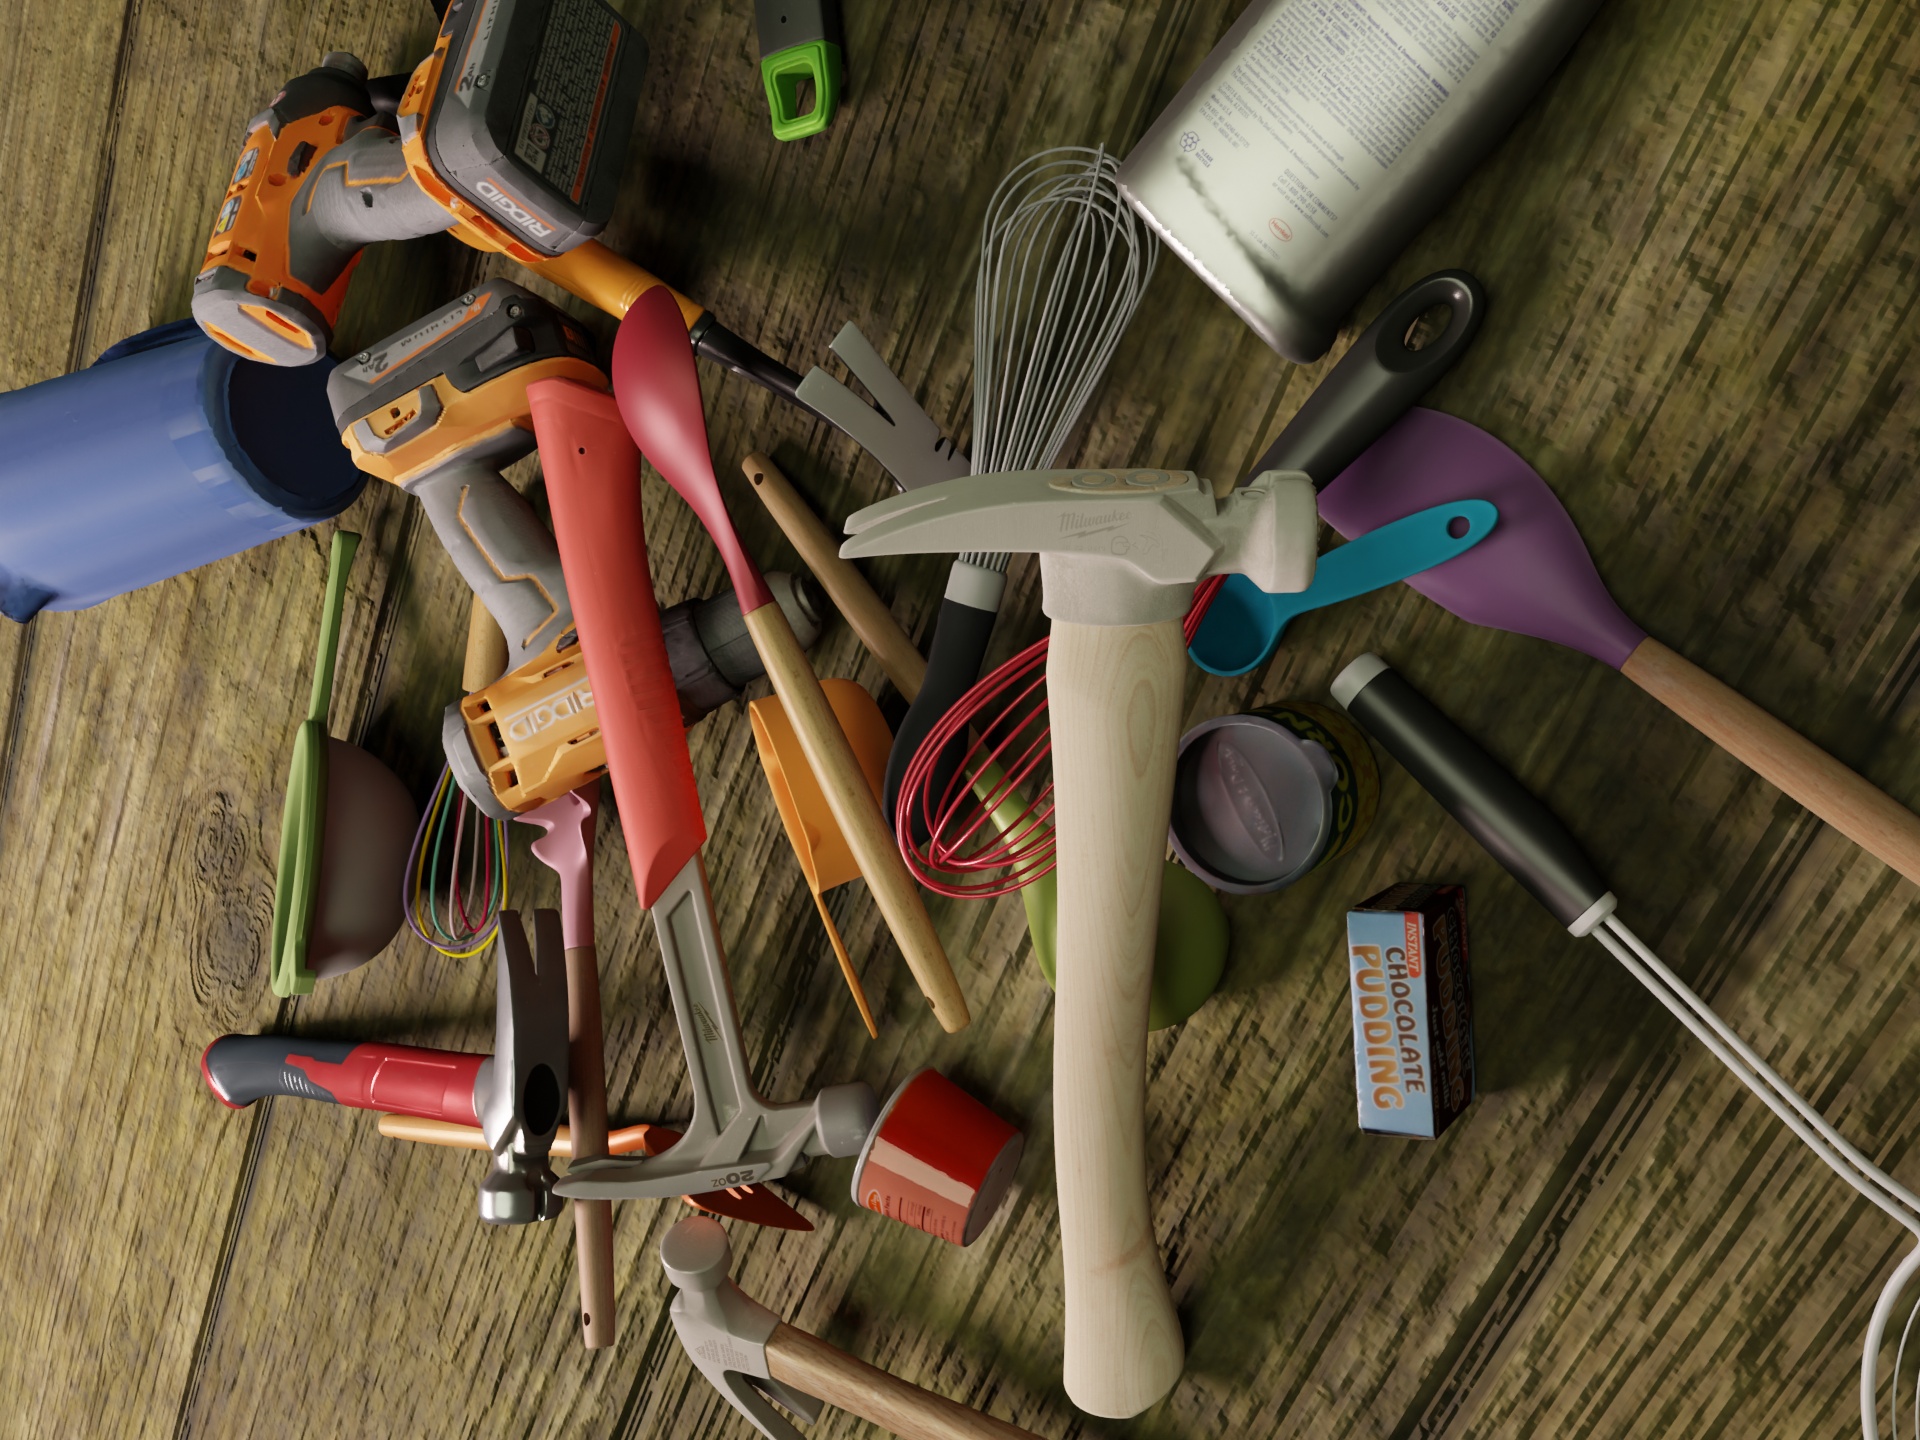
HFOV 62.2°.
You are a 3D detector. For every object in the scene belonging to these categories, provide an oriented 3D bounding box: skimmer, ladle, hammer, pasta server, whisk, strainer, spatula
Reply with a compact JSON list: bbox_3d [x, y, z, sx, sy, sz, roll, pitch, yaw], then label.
[{"bbox_3d":[0.235,0.123,0.516,0.363,0.090,0.127,49,150,20],"label":"skimmer"},{"bbox_3d":[-0.067,-0.021,0.625,0.315,0.031,0.069,65,154,-2],"label":"ladle"},{"bbox_3d":[-0.141,0.033,0.692,0.149,0.037,0.359,-10,98,7],"label":"hammer"},{"bbox_3d":[-0.190,0.138,0.774,0.060,0.040,0.316,-23,67,40],"label":"pasta server"},{"bbox_3d":[0.082,-0.047,0.583,0.073,0.073,0.296,46,101,19],"label":"whisk"},{"bbox_3d":[-0.326,0.177,0.867,0.386,0.038,0.143,-8,80,45],"label":"hammer"},{"bbox_3d":[0.043,0.106,0.582,0.146,0.038,0.410,-1,118,3],"label":"hammer"},{"bbox_3d":[-0.136,-0.184,0.705,0.337,0.127,0.034,33,87,30],"label":"hammer"},{"bbox_3d":[-0.331,0.025,0.881,0.151,0.069,0.256,-7,76,64],"label":"strainer"},{"bbox_3d":[-0.250,0.006,0.837,0.047,0.051,0.245,15,99,39],"label":"whisk"},{"bbox_3d":[-0.214,0.231,0.840,0.323,0.081,0.041,-7,64,37],"label":"spatula"},{"bbox_3d":[0.015,0.322,0.698,0.331,0.031,0.130,15,132,23],"label":"hammer"},{"bbox_3d":[0.015,-0.084,0.626,0.070,0.070,0.284,20,99,29],"label":"whisk"},{"bbox_3d":[0.249,-0.009,0.532,0.316,0.018,0.059,42,114,22],"label":"spatula"},{"bbox_3d":[-0.001,-0.002,0.685,0.078,0.062,0.320,-48,65,25],"label":"ladle"}]

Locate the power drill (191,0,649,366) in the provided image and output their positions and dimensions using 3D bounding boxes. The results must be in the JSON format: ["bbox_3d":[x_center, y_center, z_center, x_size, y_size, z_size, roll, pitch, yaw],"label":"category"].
[{"bbox_3d":[-0.249,-0.263,0.719,0.226,0.084,0.164,-8,65,34],"label":"power drill"}]

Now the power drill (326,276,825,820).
[{"bbox_3d":[-0.180,-0.089,0.746,0.185,0.084,0.226,-25,82,11],"label":"power drill"}]

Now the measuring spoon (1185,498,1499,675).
[{"bbox_3d":[0.141,-0.051,0.589,0.128,0.021,0.042,-23,73,34],"label":"measuring spoon"}]

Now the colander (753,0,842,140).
[{"bbox_3d":[-0.105,-0.447,0.649,0.204,0.094,0.397,-3,95,33],"label":"colander"}]

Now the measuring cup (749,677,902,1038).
[{"bbox_3d":[-0.043,0.062,0.705,0.095,0.052,0.173,-134,25,-64],"label":"measuring cup"}]
